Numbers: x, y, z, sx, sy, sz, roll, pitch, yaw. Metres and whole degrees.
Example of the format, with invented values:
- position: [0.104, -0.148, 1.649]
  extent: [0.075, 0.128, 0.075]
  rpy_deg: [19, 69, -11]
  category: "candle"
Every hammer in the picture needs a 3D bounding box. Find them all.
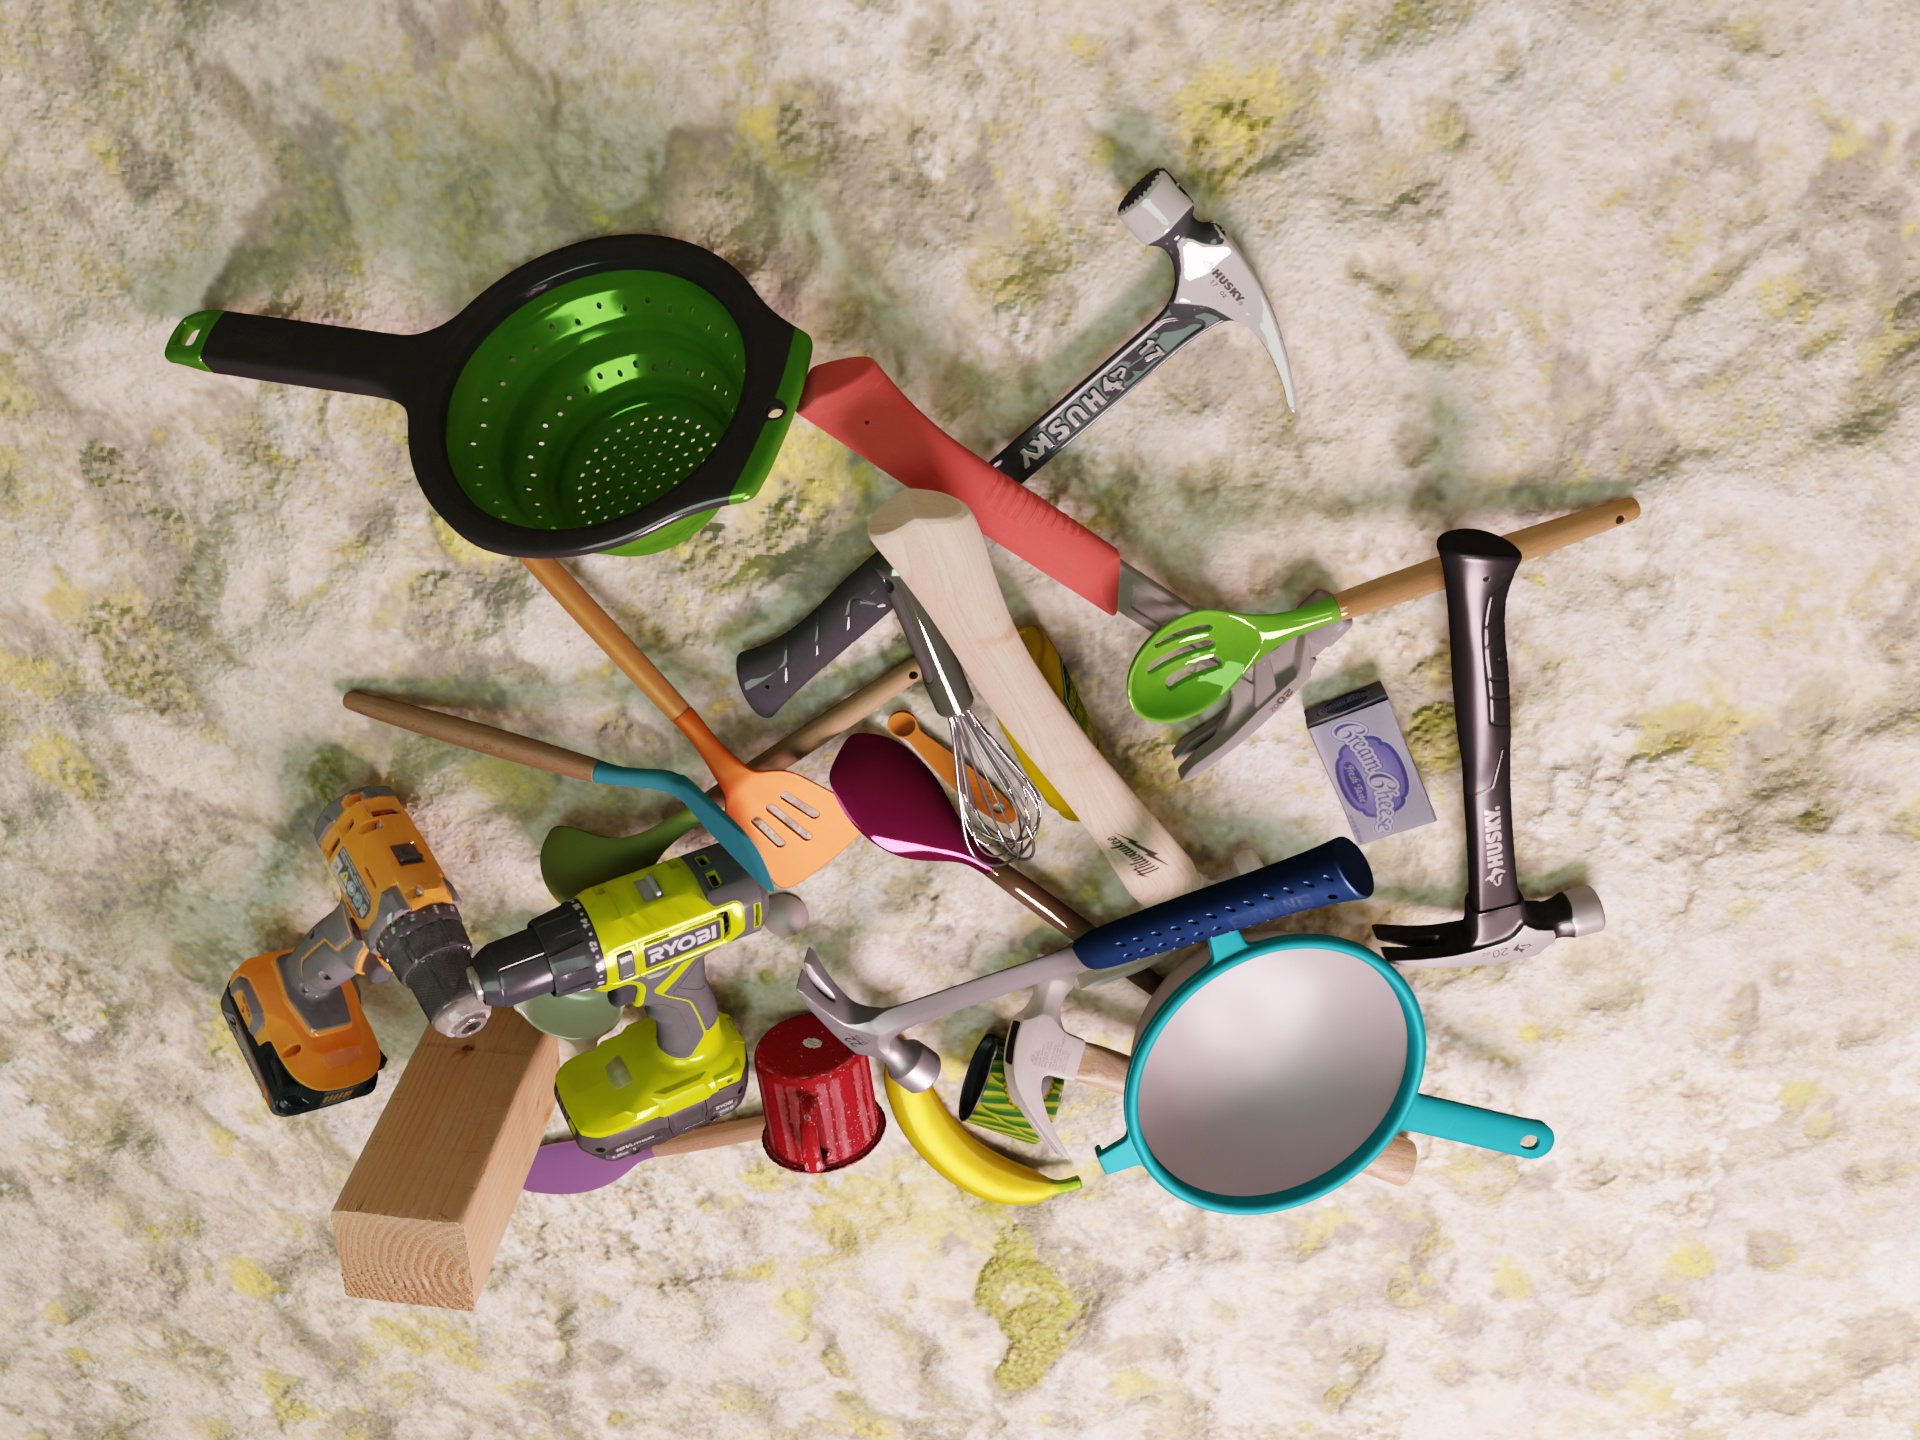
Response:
- position: [0.052, 0.023, 0.942]
  extent: [0.146, 0.038, 0.410]
  rpy_deg: [-29, 131, 10]
  category: "hammer"
- position: [0.315, 0.028, 0.969]
  extent: [0.146, 0.035, 0.334]
  rpy_deg: [-15, 127, 4]
  category: "hammer"
- position: [0.067, 0.148, 1.005]
  extent: [0.405, 0.035, 0.144]
  rpy_deg: [-25, 126, 35]
  category: "hammer"
- position: [0.013, -0.128, 0.936]
  extent: [0.409, 0.036, 0.149]
  rpy_deg: [-39, 112, 25]
  category: "hammer"
- position: [0.055, -0.090, 0.911]
  extent: [0.358, 0.037, 0.149]
  rpy_deg: [29, 120, -27]
  category: "hammer"
- position: [0.184, 0.279, 1.146]
  extent: [0.331, 0.031, 0.130]
  rpy_deg: [21, 81, -15]
  category: "hammer"

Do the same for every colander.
- position: [-0.264, -0.173, 0.898]
  extent: [0.397, 0.205, 0.094]
  rpy_deg: [11, 158, 17]
  category: "colander"

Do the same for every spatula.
- position: [-0.261, 0.034, 1.021]
  extent: [0.317, 0.044, 0.082]
  rpy_deg: [15, 154, 12]
  category: "spatula"
- position: [-0.216, 0.333, 1.250]
  extent: [0.316, 0.018, 0.059]
  rpy_deg: [-15, 121, 15]
  category: "spatula"
- position: [-0.190, -0.024, 0.998]
  extent: [0.081, 0.041, 0.322]
  rpy_deg: [-40, 98, 13]
  category: "spatula"

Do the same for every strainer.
- position: [0.256, 0.239, 1.101]
  extent: [0.340, 0.095, 0.211]
  rpy_deg: [17, 105, -20]
  category: "strainer"

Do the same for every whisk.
- position: [-0.002, -0.003, 0.983]
  extent: [0.059, 0.058, 0.246]
  rpy_deg: [-35, 125, -17]
  category: "whisk"

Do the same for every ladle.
- position: [-0.150, 0.037, 1.055]
  extent: [0.320, 0.062, 0.078]
  rpy_deg: [-33, 119, 15]
  category: "ladle"

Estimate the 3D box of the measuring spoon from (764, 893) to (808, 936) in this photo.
- position: [-0.169, 0.131, 1.120]
  extent: [0.124, 0.018, 0.034]
  rpy_deg: [13, 122, -2]
  category: "measuring spoon"

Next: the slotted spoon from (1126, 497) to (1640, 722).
- position: [0.241, -0.071, 0.918]
  extent: [0.314, 0.031, 0.070]
  rpy_deg: [-19, 126, 1]
  category: "slotted spoon"

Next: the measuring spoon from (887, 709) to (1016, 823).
- position: [-0.004, 0.031, 1.051]
  extent: [0.021, 0.011, 0.116]
  rpy_deg: [-39, 115, 22]
  category: "measuring spoon"

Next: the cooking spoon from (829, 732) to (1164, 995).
- position: [0.039, 0.111, 1.074]
  extent: [0.318, 0.069, 0.017]
  rpy_deg: [38, 152, -23]
  category: "cooking spoon"

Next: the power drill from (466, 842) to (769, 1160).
- position: [-0.225, 0.194, 1.074]
  extent: [0.190, 0.080, 0.228]
  rpy_deg: [-19, 138, -25]
  category: "power drill"

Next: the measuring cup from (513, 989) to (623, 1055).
- position: [-0.275, 0.228, 1.183]
  extent: [0.083, 0.038, 0.167]
  rpy_deg: [-5, 128, 5]
  category: "measuring cup"

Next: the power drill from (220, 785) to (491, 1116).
- position: [-0.410, 0.182, 1.095]
  extent: [0.185, 0.084, 0.226]
  rpy_deg: [52, 121, 21]
  category: "power drill"
